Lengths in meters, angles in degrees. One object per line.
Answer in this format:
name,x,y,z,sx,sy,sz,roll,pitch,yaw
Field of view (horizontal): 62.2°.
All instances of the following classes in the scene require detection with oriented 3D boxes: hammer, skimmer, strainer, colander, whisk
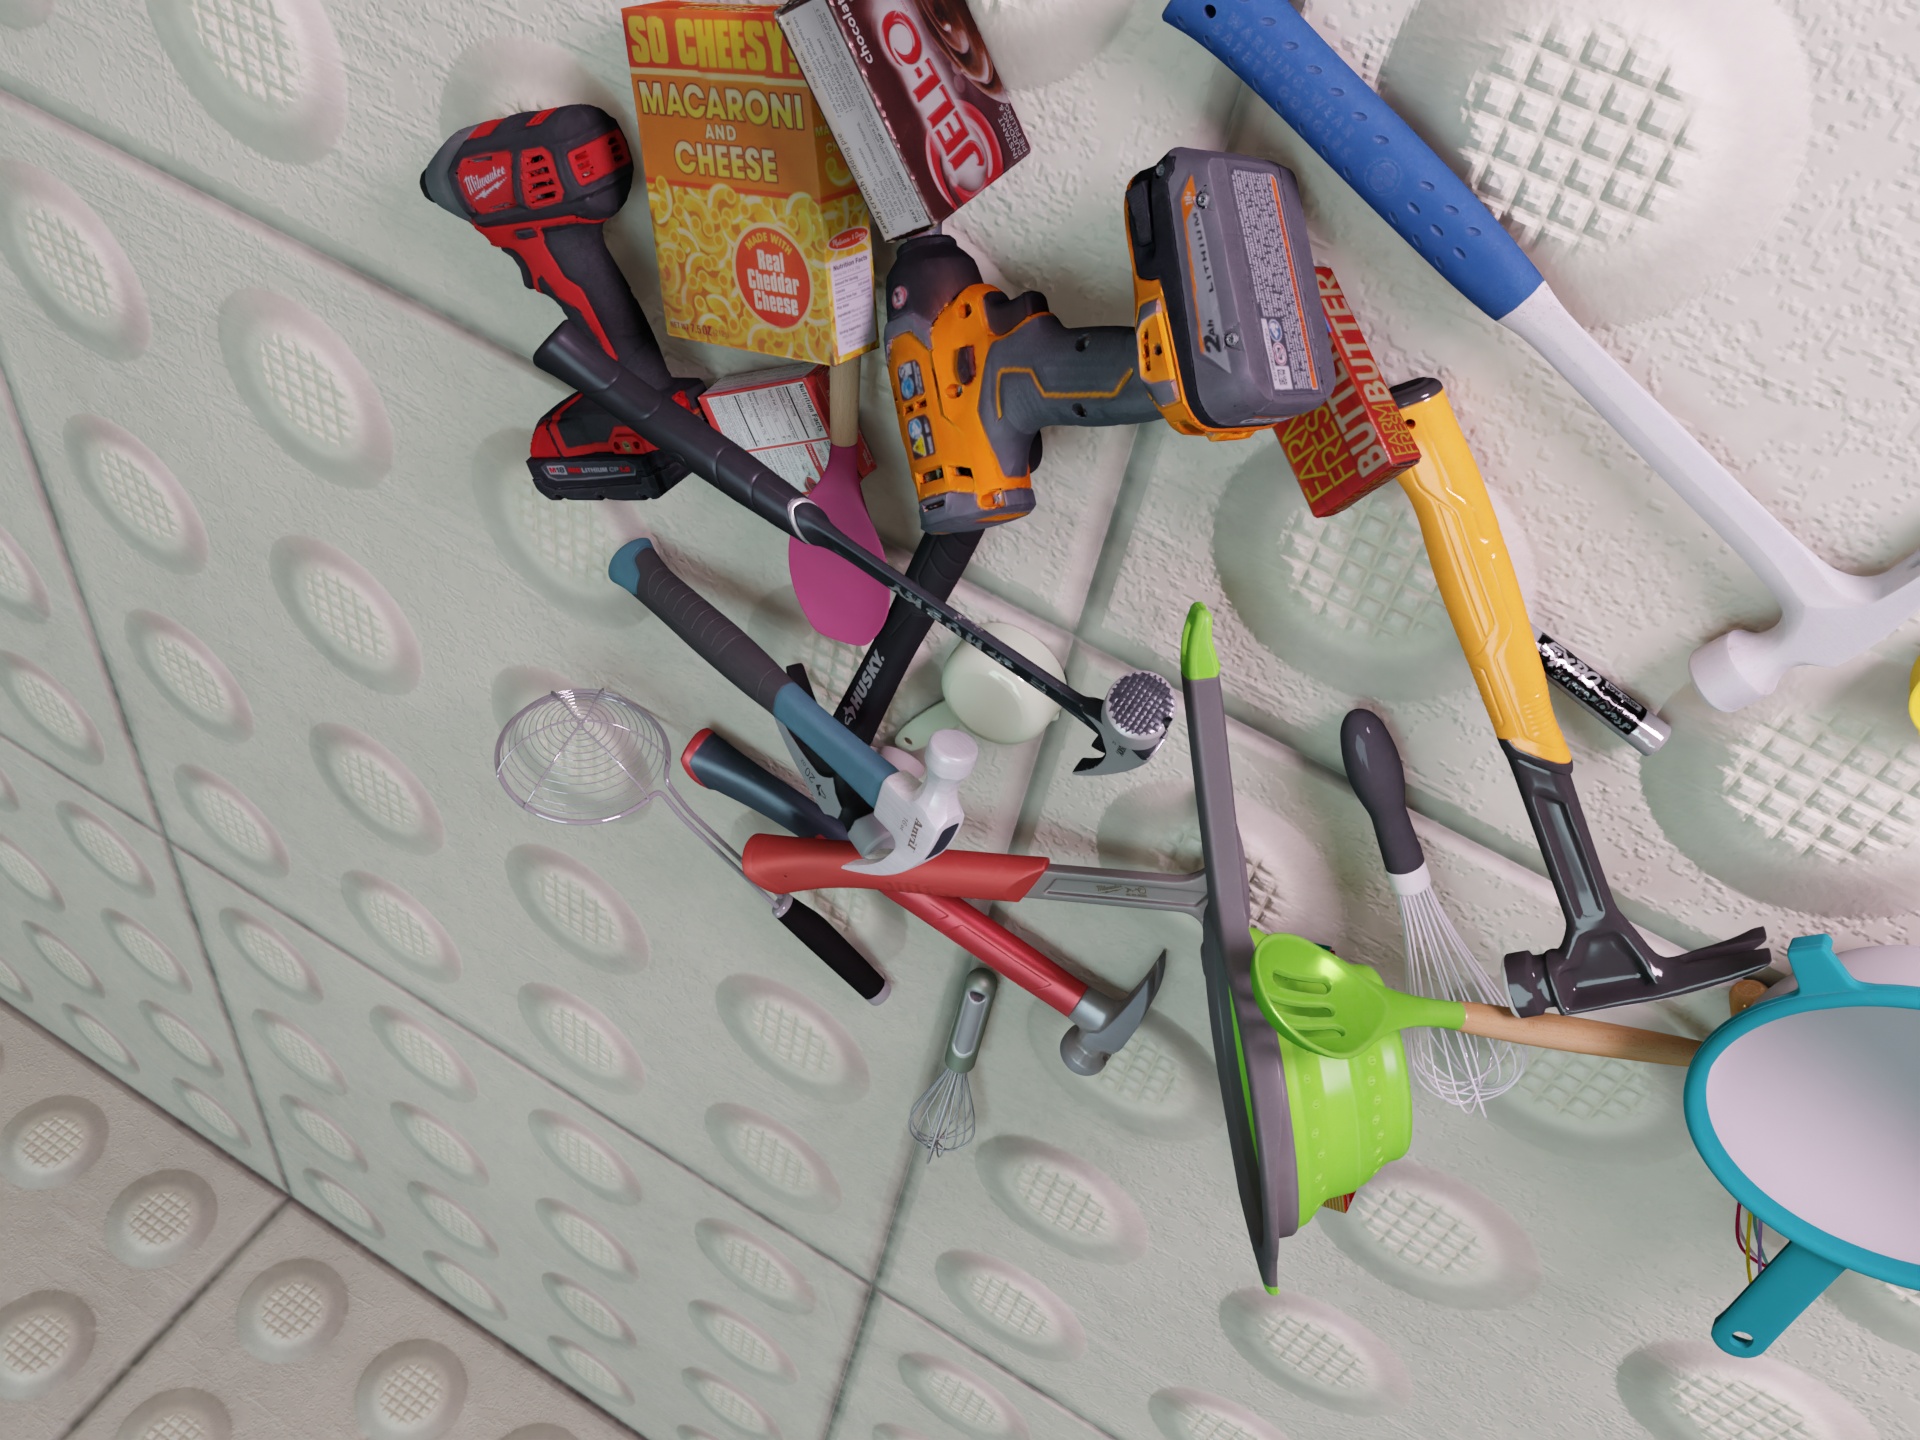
hammer,-0.034,-0.065,0.963,0.146,0.035,0.334,54,139,23
hammer,-0.120,-0.022,1.019,0.331,0.033,0.128,40,131,29
skimmer,-0.198,0.112,1.239,0.090,0.127,0.363,-23,121,38
strainer,0.475,0.225,0.829,0.211,0.095,0.340,24,139,18
hammer,0.012,0.096,1.061,0.359,0.037,0.149,3,126,24
colander,0.189,0.123,0.894,0.094,0.205,0.397,-8,106,3
hammer,0.248,-0.173,0.669,0.405,0.035,0.144,43,141,-5
whisk,0.267,0.114,0.918,0.070,0.070,0.284,-4,120,39
hammer,0.278,-0.008,0.767,0.127,0.034,0.336,-17,107,28
whisk,-0.002,0.280,1.282,0.058,0.059,0.246,18,133,6
hammer,-0.065,-0.096,0.860,0.409,0.036,0.149,35,168,8
whisk,0.461,0.243,0.905,0.047,0.051,0.244,-12,118,15
hammer,-0.035,0.112,1.154,0.386,0.038,0.143,33,139,7

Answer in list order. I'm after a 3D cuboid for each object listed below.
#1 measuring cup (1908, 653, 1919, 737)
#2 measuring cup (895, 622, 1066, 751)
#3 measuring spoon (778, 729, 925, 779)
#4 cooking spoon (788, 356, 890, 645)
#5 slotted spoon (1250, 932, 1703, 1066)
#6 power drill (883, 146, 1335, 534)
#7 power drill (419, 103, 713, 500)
measuring cup,0.478,0.009,0.684,0.156,0.029,0.062,30,141,-8
measuring cup,-0.002,-0.003,1.017,0.083,0.038,0.167,47,138,-10
measuring spoon,-0.081,0.024,1.114,0.124,0.018,0.034,14,155,30
cooking spoon,-0.064,-0.178,0.881,0.069,0.017,0.318,18,128,18
slotted spoon,0.285,0.162,0.844,0.313,0.070,0.031,11,136,-19
power drill,0.051,-0.189,0.753,0.226,0.084,0.164,-10,92,45
power drill,-0.233,-0.244,0.939,0.143,0.078,0.219,5,127,32
